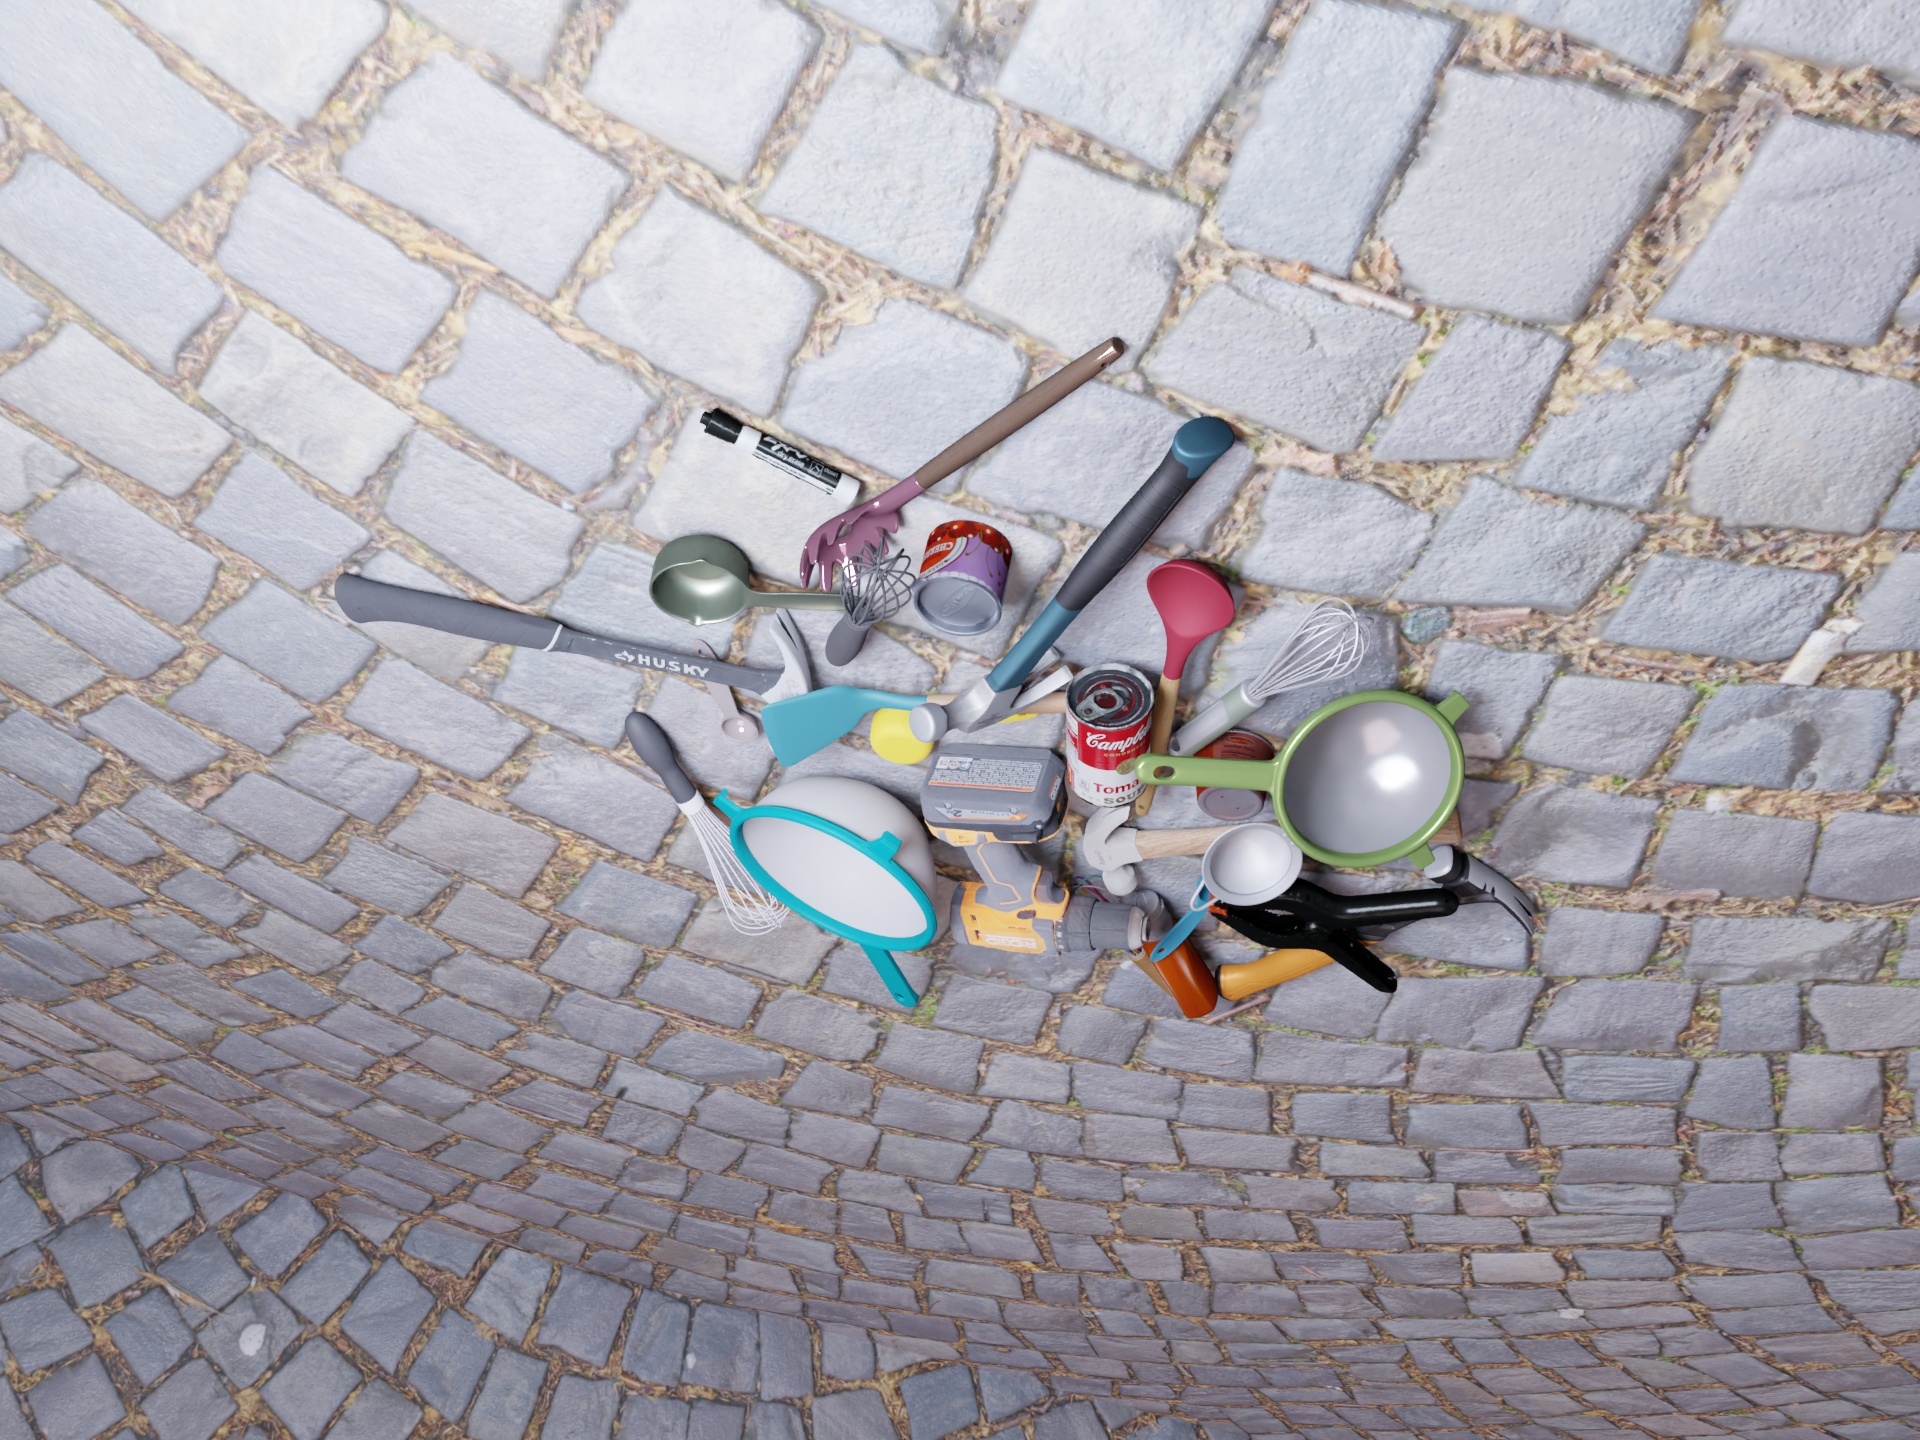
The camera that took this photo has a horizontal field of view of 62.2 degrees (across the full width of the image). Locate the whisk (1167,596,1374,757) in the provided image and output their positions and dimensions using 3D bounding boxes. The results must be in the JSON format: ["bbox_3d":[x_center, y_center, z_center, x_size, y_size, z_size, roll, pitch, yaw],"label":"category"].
[{"bbox_3d":[0.231,-0.024,1.230,0.059,0.058,0.246,-10,161,-32],"label":"whisk"}]

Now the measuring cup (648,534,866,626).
[{"bbox_3d":[-0.157,-0.109,1.238,0.167,0.038,0.083,3,146,-10],"label":"measuring cup"}]

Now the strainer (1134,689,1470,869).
[{"bbox_3d":[0.259,0.033,1.244,0.256,0.069,0.151,3,113,-4],"label":"strainer"}]

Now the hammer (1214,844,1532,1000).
[{"bbox_3d":[0.375,0.211,1.518,0.127,0.034,0.337,31,140,-23],"label":"hammer"}]

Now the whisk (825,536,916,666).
[{"bbox_3d":[-0.077,-0.081,1.197,0.055,0.055,0.239,18,163,-8],"label":"whisk"}]

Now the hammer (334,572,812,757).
[{"bbox_3d":[-0.322,-0.068,1.326,0.409,0.036,0.149,12,136,3],"label":"hammer"}]

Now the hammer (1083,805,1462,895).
[{"bbox_3d":[0.268,0.101,1.400,0.331,0.031,0.129,-6,141,22],"label":"hammer"}]

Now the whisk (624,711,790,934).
[{"bbox_3d":[-0.240,0.100,1.500,0.070,0.070,0.284,-10,128,27],"label":"whisk"}]

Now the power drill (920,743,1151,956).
[{"bbox_3d":[0.068,0.128,1.418,0.185,0.084,0.226,3,134,19],"label":"power drill"}]

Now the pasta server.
[{"bbox_3d":[-0.006,-0.172,1.100,0.060,0.040,0.316,5,155,-46],"label":"pasta server"}]

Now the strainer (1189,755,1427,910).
[{"bbox_3d":[0.298,0.083,1.324,0.258,0.050,0.086,-33,119,23],"label":"strainer"}]

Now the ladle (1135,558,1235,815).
[{"bbox_3d":[0.164,-0.019,1.253,0.069,0.031,0.315,24,144,15],"label":"ladle"}]

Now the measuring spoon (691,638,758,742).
[{"bbox_3d":[-0.204,-0.028,1.376,0.034,0.018,0.124,-3,135,17],"label":"measuring spoon"}]

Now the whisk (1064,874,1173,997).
[{"bbox_3d":[0.165,0.217,1.586,0.047,0.051,0.244,21,162,44],"label":"whisk"}]

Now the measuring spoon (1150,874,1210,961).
[{"bbox_3d":[0.215,0.181,1.502,0.042,0.021,0.128,17,125,-29],"label":"measuring spoon"}]

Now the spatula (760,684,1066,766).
[{"bbox_3d":[-0.002,-0.004,1.310,0.317,0.044,0.082,-1,140,10],"label":"spatula"}]

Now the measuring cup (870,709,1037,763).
[{"bbox_3d":[-0.007,0.009,1.352,0.156,0.029,0.062,-7,140,27],"label":"measuring cup"}]

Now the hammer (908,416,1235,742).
[{"bbox_3d":[0.086,-0.094,1.142,0.128,0.033,0.331,-16,155,-42],"label":"hammer"}]

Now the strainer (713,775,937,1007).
[{"bbox_3d":[-0.082,0.154,1.507,0.211,0.095,0.340,12,147,28],"label":"strainer"}]

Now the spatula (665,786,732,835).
[{"bbox_3d":[-0.175,0.145,1.595,0.060,0.018,0.315,-21,134,37],"label":"spatula"}]
